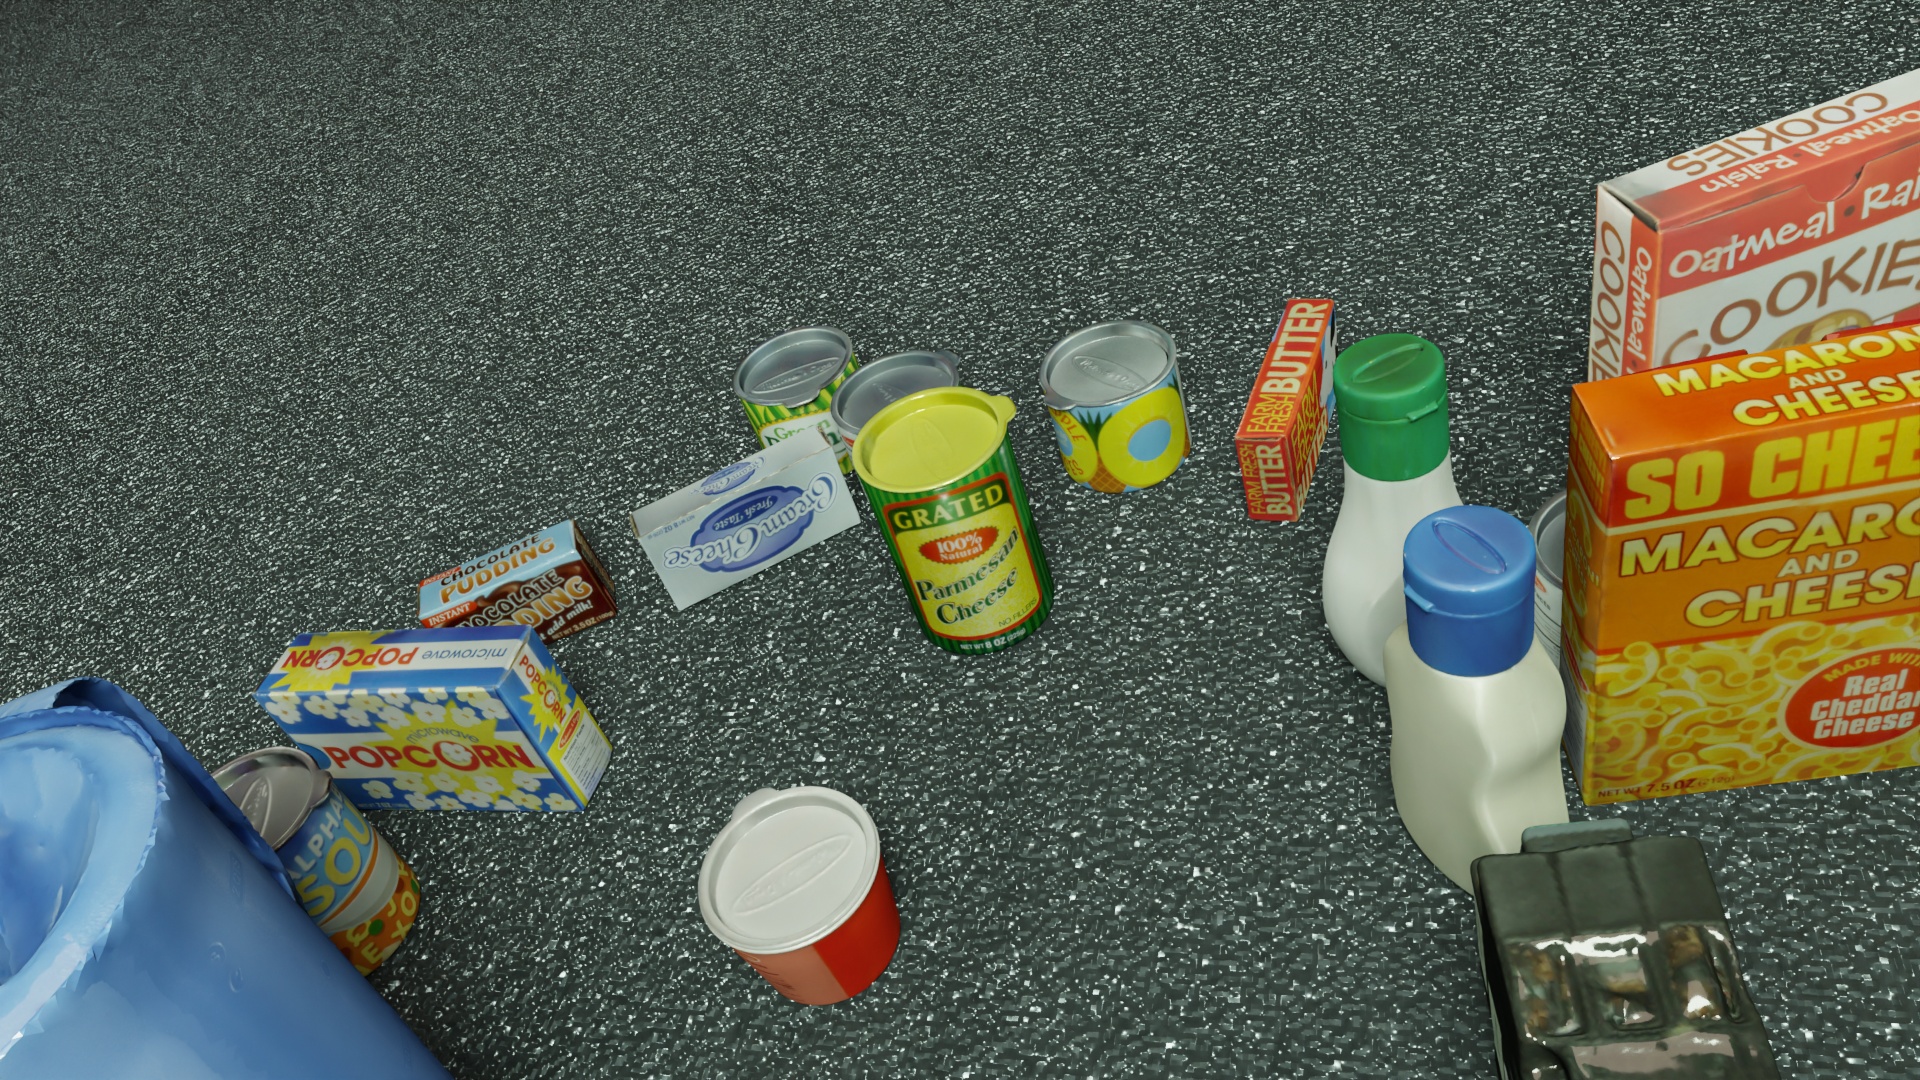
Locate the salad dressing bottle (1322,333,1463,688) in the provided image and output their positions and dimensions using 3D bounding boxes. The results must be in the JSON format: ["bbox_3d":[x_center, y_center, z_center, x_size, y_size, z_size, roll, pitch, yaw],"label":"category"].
[{"bbox_3d":[0.162,-0.007,0.510,0.064,0.147,0.044,-26,41,-7],"label":"salad dressing bottle"}]

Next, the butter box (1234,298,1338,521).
[{"bbox_3d":[0.154,-0.062,0.645,0.024,0.053,0.104,5,47,26],"label":"butter box"}]

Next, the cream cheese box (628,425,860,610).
[{"bbox_3d":[-0.105,-0.011,0.690,0.104,0.053,0.024,-27,41,-9],"label":"cream cheese box"}]

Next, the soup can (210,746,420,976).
[{"bbox_3d":[-0.269,0.135,0.569,0.071,0.083,0.072,-11,41,10],"label":"soup can"}]

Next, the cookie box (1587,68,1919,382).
[{"bbox_3d":[0.300,-0.073,0.515,0.123,0.166,0.040,-20,41,-1],"label":"cookie box"}]

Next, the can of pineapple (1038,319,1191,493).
[{"bbox_3d":[0.075,-0.064,0.675,0.071,0.057,0.071,-11,41,10],"label":"can of pineapple"}]

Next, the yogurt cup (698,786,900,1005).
[{"bbox_3d":[-0.055,0.133,0.511,0.072,0.053,0.073,-11,41,10],"label":"yogurt cup"}]

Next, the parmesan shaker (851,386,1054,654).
[{"bbox_3d":[0.002,-0.008,0.606,0.071,0.102,0.072,-11,41,10],"label":"parmesan shaker"}]

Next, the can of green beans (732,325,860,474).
[{"bbox_3d":[-0.081,-0.072,0.744,0.071,0.057,0.071,-11,41,10],"label":"can of green beans"}]

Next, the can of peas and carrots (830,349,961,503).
[{"bbox_3d":[-0.024,-0.055,0.702,0.071,0.058,0.071,-11,41,10],"label":"can of peas and carrots"}]

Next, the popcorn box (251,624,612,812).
[{"bbox_3d":[-0.230,0.080,0.613,0.126,0.084,0.038,-3,43,18],"label":"popcorn box"}]

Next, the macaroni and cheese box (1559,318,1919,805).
[{"bbox_3d":[0.258,0.013,0.438,0.124,0.165,0.040,-10,42,11],"label":"macaroni and cheese box"}]

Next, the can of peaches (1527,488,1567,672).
[{"bbox_3d":[0.249,0.019,0.516,0.071,0.057,0.071,-11,41,10],"label":"can of peaches"}]

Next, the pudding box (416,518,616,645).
[{"bbox_3d":[-0.220,0.029,0.693,0.084,0.049,0.030,-23,41,-4],"label":"pudding box"}]

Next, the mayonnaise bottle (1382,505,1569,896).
[{"bbox_3d":[0.164,0.054,0.443,0.041,0.147,0.065,-28,41,-10],"label":"mayonnaise bottle"}]
